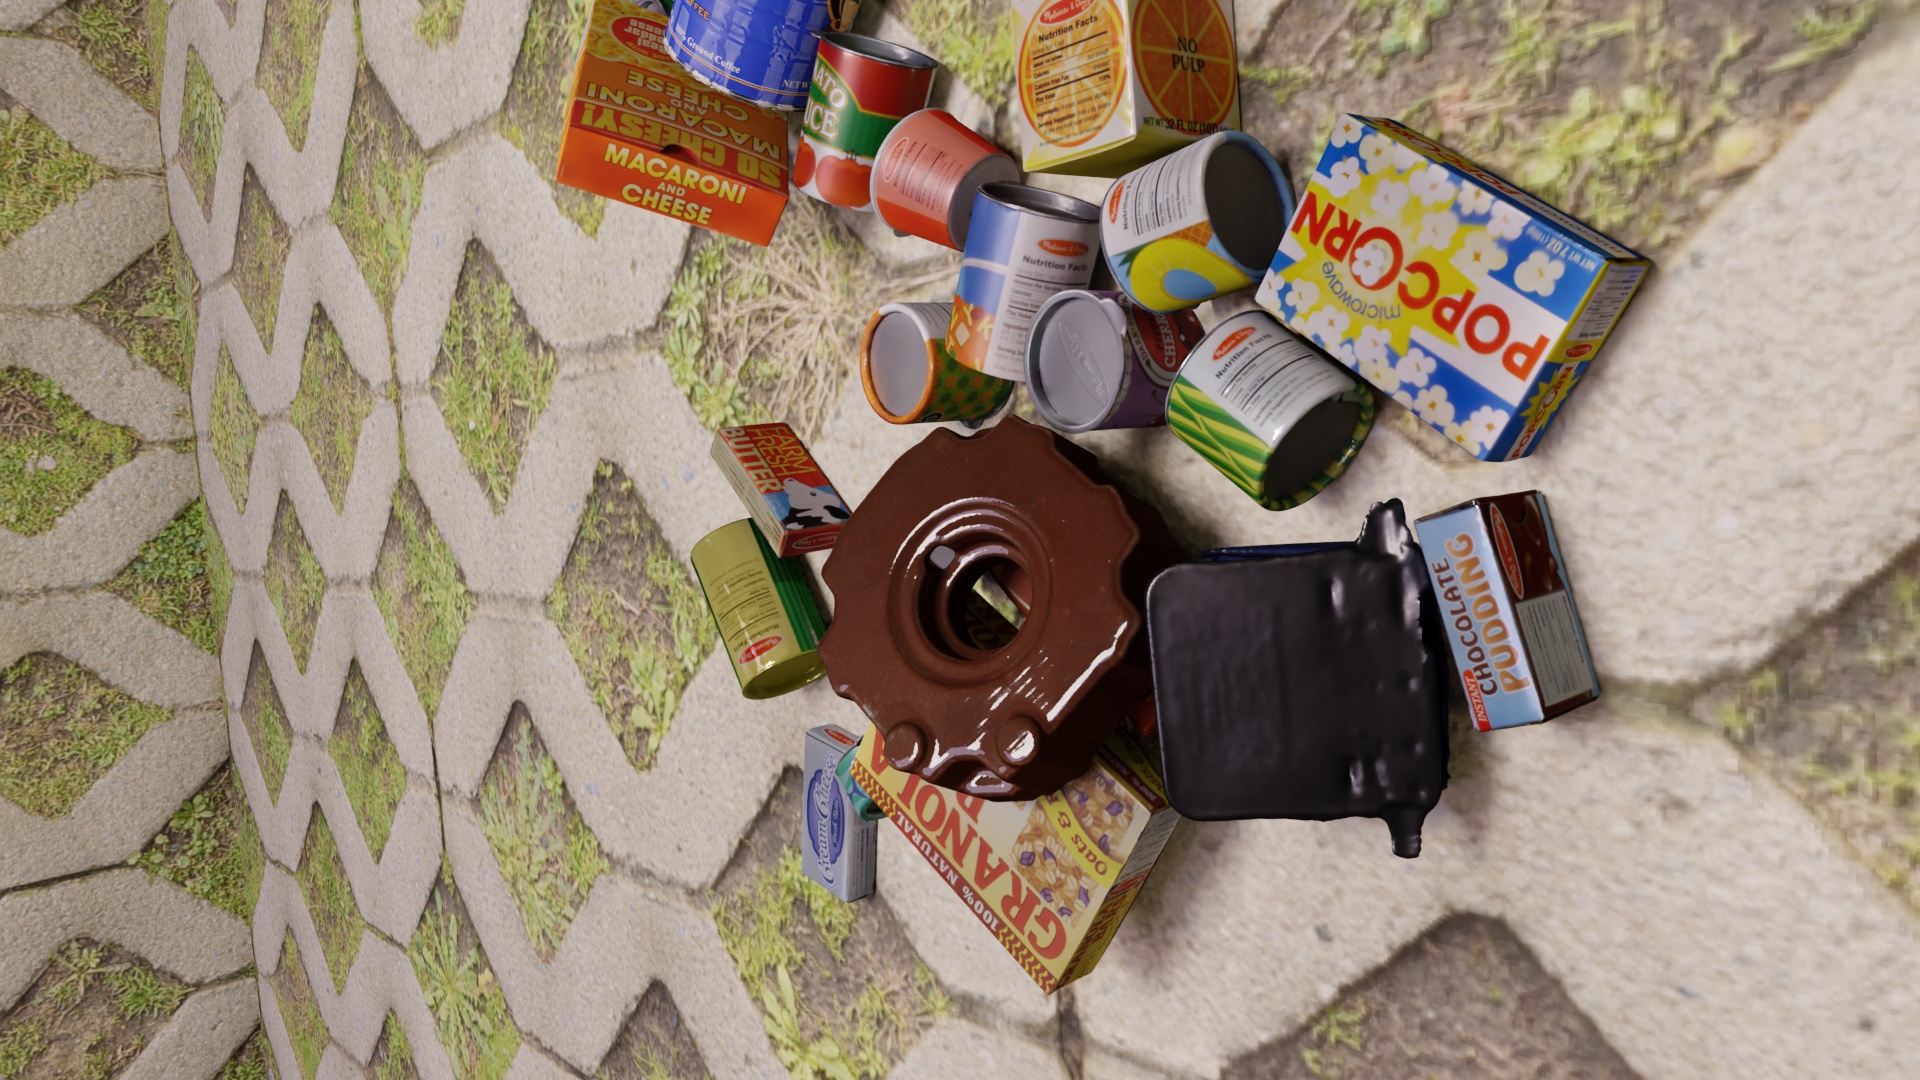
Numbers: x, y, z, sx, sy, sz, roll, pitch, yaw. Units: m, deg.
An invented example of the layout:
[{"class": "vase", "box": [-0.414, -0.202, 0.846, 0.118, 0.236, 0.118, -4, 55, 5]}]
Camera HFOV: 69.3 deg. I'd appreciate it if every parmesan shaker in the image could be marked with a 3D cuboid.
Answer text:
[{"class": "parmesan shaker", "box": [-0.127, 0.042, 0.911, 0.071, 0.071, 0.103, -46, 61, 43]}]

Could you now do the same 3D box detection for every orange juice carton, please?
[{"class": "orange juice carton", "box": [0.069, -0.266, 0.620, 0.073, 0.072, 0.192, 0, 96, 50]}]

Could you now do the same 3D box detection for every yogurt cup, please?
[{"class": "yogurt cup", "box": [-0.005, -0.186, 0.730, 0.054, 0.072, 0.072, 35, 122, 32]}]

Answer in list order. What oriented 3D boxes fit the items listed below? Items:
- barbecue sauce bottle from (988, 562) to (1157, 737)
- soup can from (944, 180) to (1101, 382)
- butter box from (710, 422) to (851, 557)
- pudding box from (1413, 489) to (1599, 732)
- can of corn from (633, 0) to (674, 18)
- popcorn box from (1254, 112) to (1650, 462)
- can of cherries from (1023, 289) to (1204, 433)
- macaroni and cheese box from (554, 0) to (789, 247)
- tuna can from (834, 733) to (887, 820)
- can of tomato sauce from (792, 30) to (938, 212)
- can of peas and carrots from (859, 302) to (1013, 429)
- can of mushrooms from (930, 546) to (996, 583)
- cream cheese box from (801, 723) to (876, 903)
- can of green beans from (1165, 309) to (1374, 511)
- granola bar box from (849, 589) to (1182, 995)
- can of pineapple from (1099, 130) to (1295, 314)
[{"class": "barbecue sauce bottle", "box": [0.062, 0.028, 0.689, 0.065, 0.043, 0.149, -37, 66, 3]}, {"class": "soup can", "box": [0.031, -0.130, 0.693, 0.071, 0.071, 0.083, 36, 122, 41]}, {"class": "butter box", "box": [-0.115, -0.035, 0.892, 0.104, 0.053, 0.024, 52, 135, 32]}, {"class": "pudding box", "box": [0.205, 0.025, 0.520, 0.030, 0.050, 0.084, -22, 80, 48]}, {"class": "can of corn", "box": [-0.182, -0.322, 0.922, 0.071, 0.058, 0.071, 10, 104, 49]}, {"class": "popcorn box", "box": [0.184, -0.099, 0.535, 0.127, 0.038, 0.084, 46, 129, 36]}, {"class": "can of cherries", "box": [0.074, -0.086, 0.653, 0.071, 0.058, 0.071, 9, 102, 50]}, {"class": "macaroni and cheese box", "box": [-0.165, -0.250, 0.814, 0.167, 0.124, 0.040, -99, 30, -45]}, {"class": "tuna can", "box": [-0.038, 0.133, 0.812, 0.033, 0.071, 0.070, 58, 135, 24]}, {"class": "can of tomato sauce", "box": [-0.056, -0.234, 0.776, 0.071, 0.071, 0.082, 40, 125, 39]}, {"class": "can of peas and carrots", "box": [-0.014, -0.094, 0.757, 0.071, 0.059, 0.070, 11, 104, 49]}, {"class": "can of mushrooms", "box": [0.003, -0.010, 0.770, 0.071, 0.033, 0.071, 10, 103, 48]}, {"class": "cream cheese box", "box": [-0.079, 0.177, 0.904, 0.053, 0.024, 0.103, 17, 109, 48]}, {"class": "can of green beans", "box": [0.130, -0.054, 0.585, 0.058, 0.071, 0.071, 46, 129, 34]}, {"class": "granola bar box", "box": [0.024, 0.122, 0.697, 0.166, 0.039, 0.123, 42, 122, 33]}, {"class": "can of pineapple", "box": [0.105, -0.137, 0.605, 0.057, 0.071, 0.071, -12, 87, 50]}]
